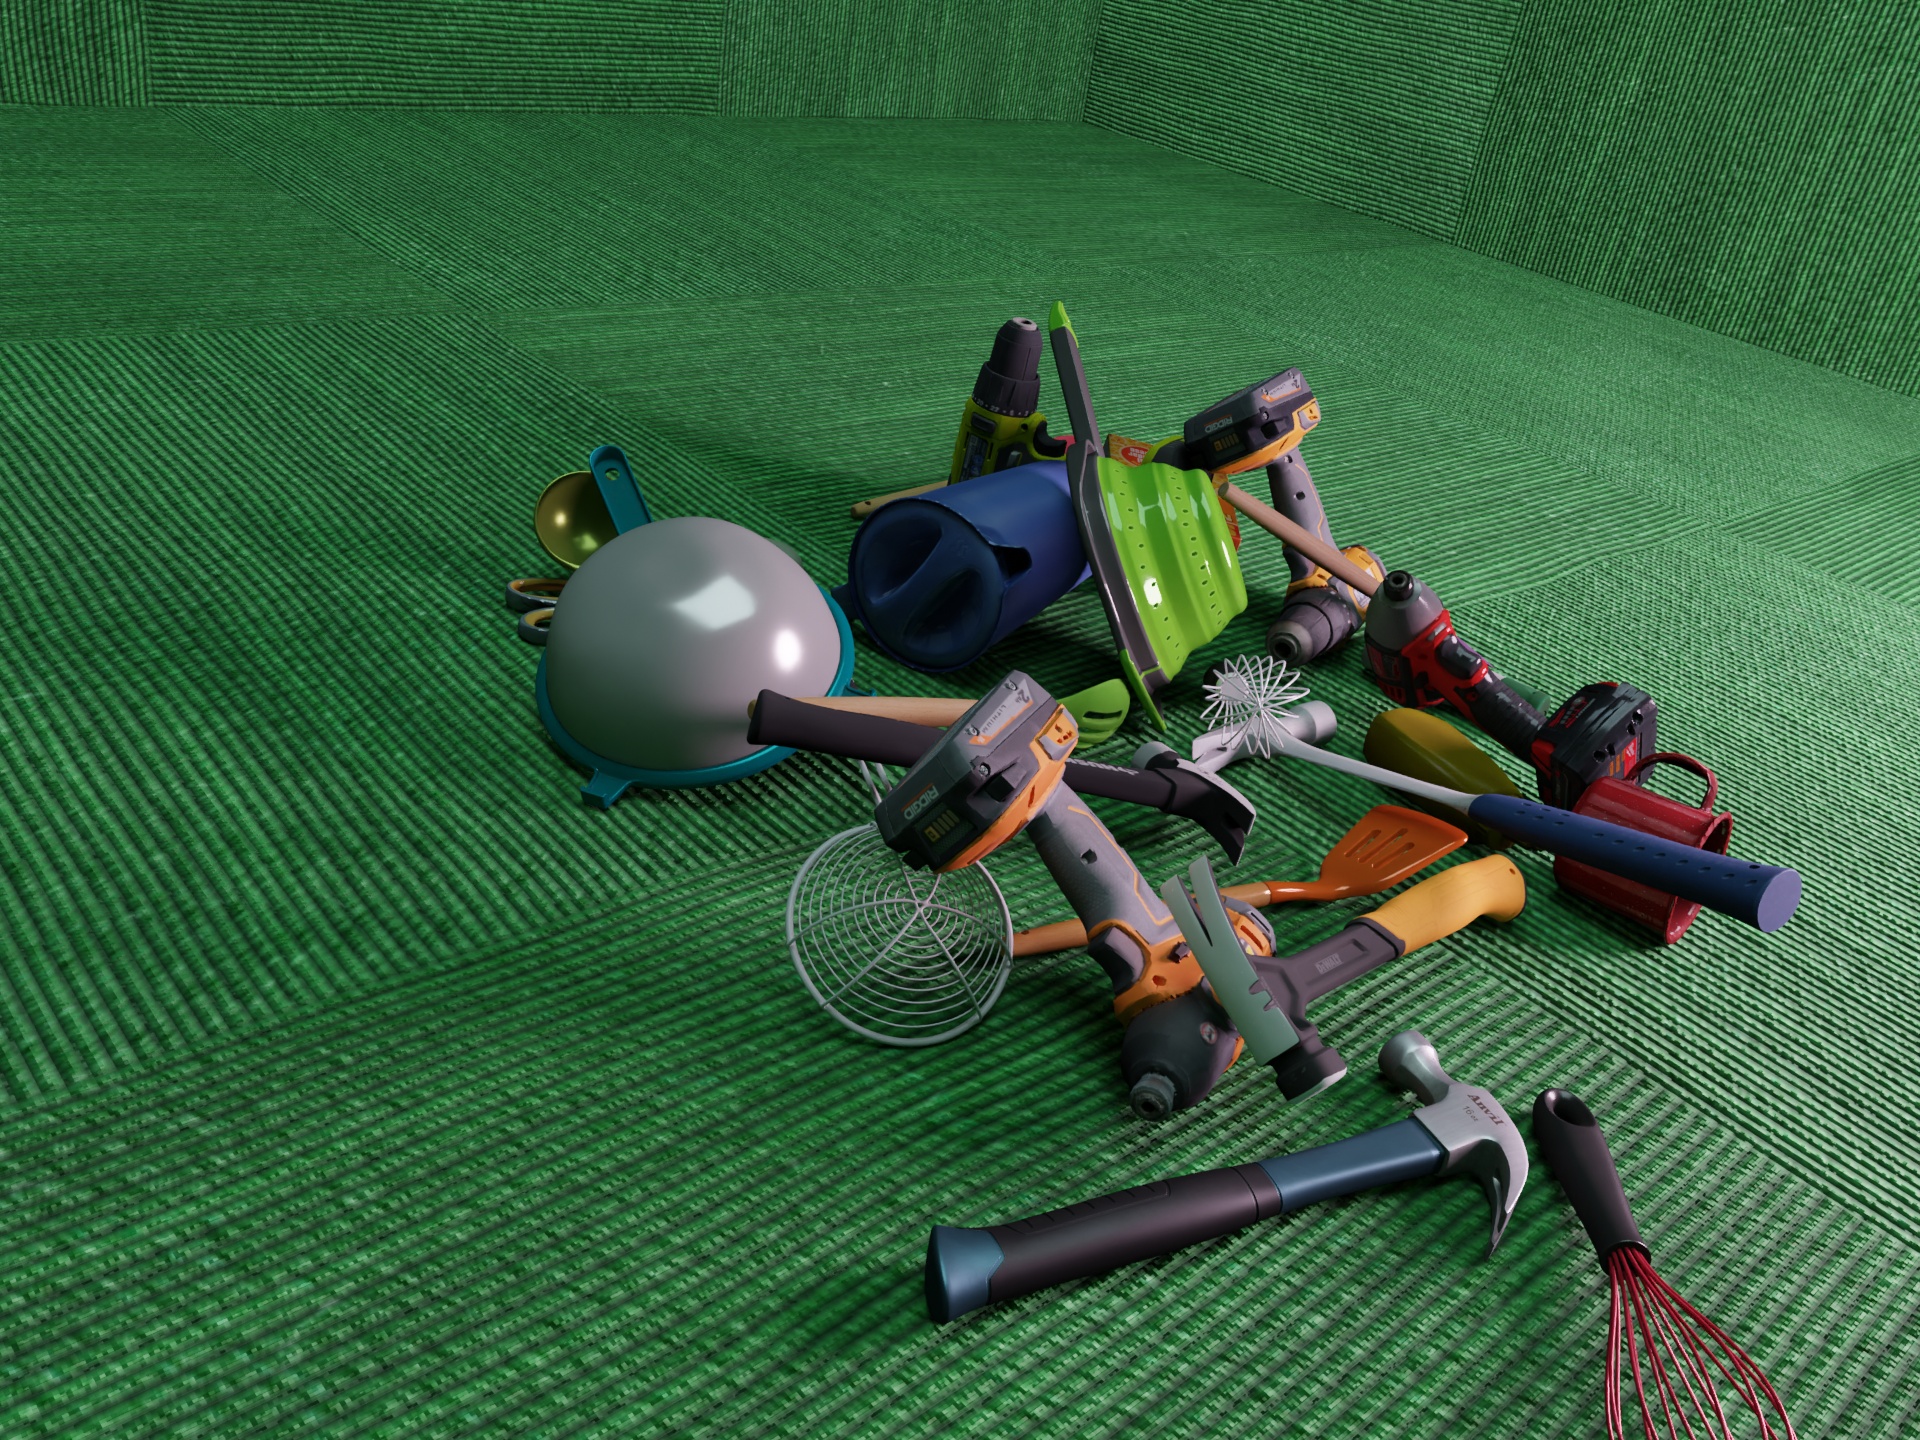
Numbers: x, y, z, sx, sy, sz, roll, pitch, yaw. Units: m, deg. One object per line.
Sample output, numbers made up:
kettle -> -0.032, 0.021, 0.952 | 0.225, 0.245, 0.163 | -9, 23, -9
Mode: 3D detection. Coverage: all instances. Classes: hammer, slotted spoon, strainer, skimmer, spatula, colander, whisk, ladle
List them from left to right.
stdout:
ladle -> -0.221, -0.073, 1.119 | 0.078, 0.062, 0.320 | -20, 47, -22
strainer -> -0.202, -0.107, 1.063 | 0.211, 0.095, 0.341 | -19, 51, -13
skimmer -> -0.058, 0.065, 0.978 | 0.127, 0.090, 0.364 | 7, 19, -15
slotted spoon -> -0.002, -0.003, 1.032 | 0.313, 0.070, 0.031 | 1, 48, -39
ladle -> 0.021, -0.228, 1.521 | 0.315, 0.031, 0.069 | -19, 53, -38
hammer -> 0.028, 0.027, 0.967 | 0.334, 0.035, 0.146 | 11, 14, -27
colander -> 0.142, -0.188, 1.218 | 0.094, 0.204, 0.398 | -18, 56, 13
spatula -> 0.165, 0.101, 0.971 | 0.322, 0.041, 0.081 | -8, 16, -27
whisk -> 0.191, -0.019, 1.105 | 0.070, 0.070, 0.284 | 12, 6, 3
hammer -> 0.131, 0.224, 0.754 | 0.331, 0.033, 0.128 | -6, 32, -26
spatula -> 0.318, -0.113, 1.272 | 0.315, 0.018, 0.060 | 26, 14, -30
hammer -> 0.241, 0.113, 0.907 | 0.336, 0.034, 0.127 | -9, 62, -50
hammer -> 0.315, 0.054, 1.000 | 0.144, 0.035, 0.406 | -13, 19, -32
whisk -> 0.310, 0.260, 0.727 | 0.073, 0.073, 0.296 | 11, 23, 1

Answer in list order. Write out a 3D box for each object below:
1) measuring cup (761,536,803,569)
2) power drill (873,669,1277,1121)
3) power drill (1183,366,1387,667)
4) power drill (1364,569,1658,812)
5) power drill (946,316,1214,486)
measuring cup -> -0.205, -0.123, 1.251 | 0.167, 0.038, 0.083 | 7, 29, -10
power drill -> 0.065, 0.096, 0.834 | 0.226, 0.084, 0.164 | 46, 33, -3
power drill -> 0.267, -0.161, 1.314 | 0.084, 0.226, 0.185 | -19, 12, 39
power drill -> 0.384, -0.023, 1.148 | 0.078, 0.143, 0.220 | -43, 54, -8
power drill -> 0.099, -0.227, 1.385 | 0.229, 0.190, 0.080 | 29, 32, 22
